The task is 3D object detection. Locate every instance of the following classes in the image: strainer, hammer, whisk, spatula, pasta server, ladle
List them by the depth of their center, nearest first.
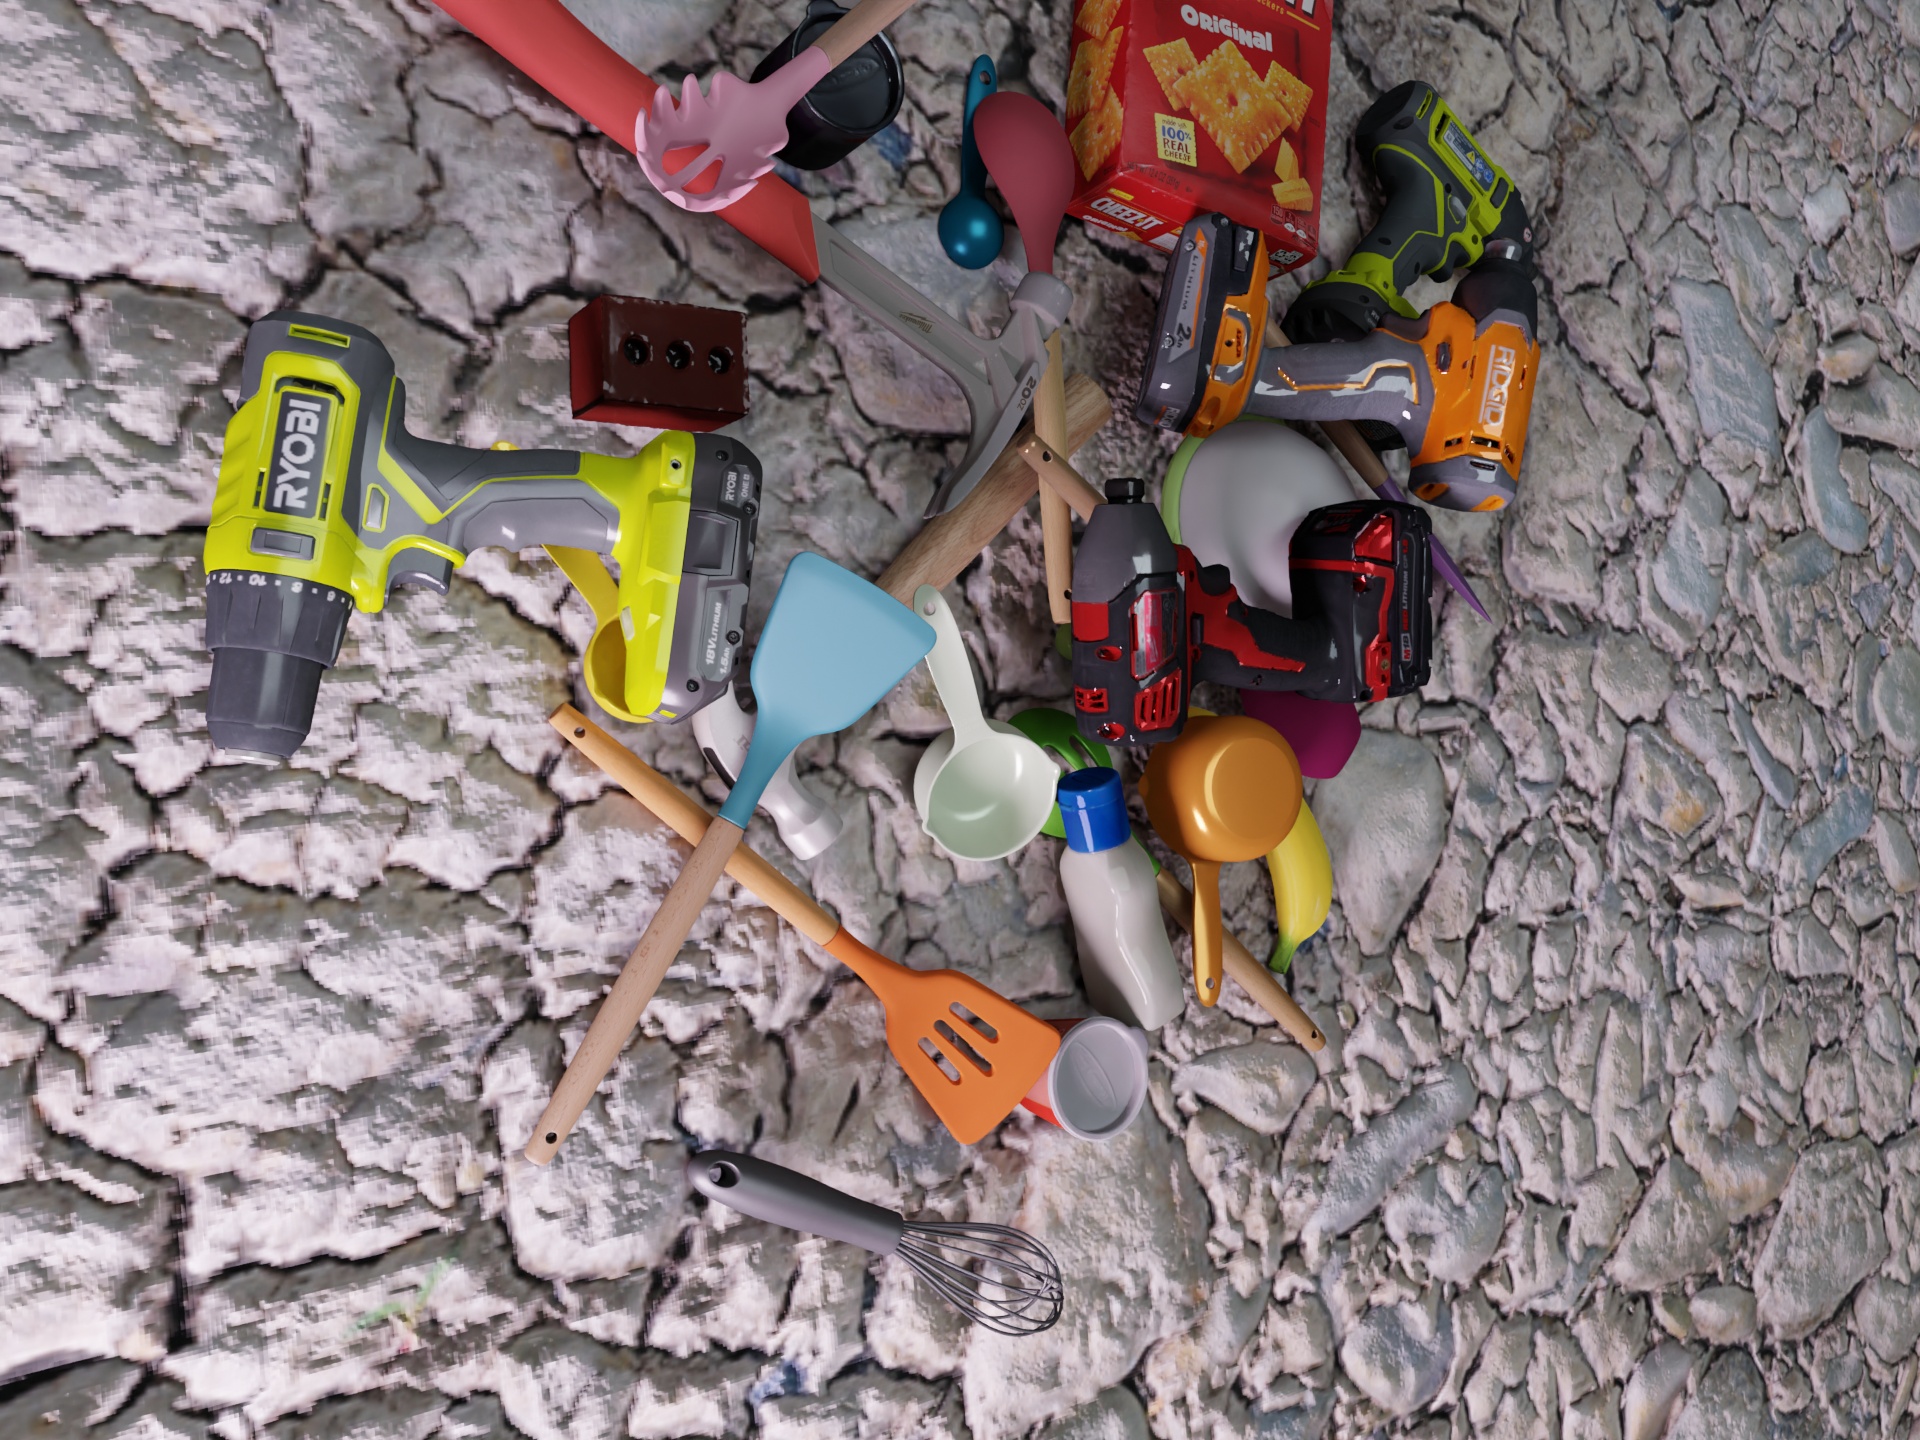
[{"bbox_3d":[-0.124,0.072,0.768,0.082,0.044,0.317,31,81,-17],"label":"spatula"},{"bbox_3d":[-0.051,-0.351,0.801,0.060,0.040,0.316,45,65,-10],"label":"pasta server"},{"bbox_3d":[-0.112,-0.257,0.805,0.358,0.037,0.149,33,77,-20],"label":"hammer"},{"bbox_3d":[-0.083,0.099,0.821,0.322,0.041,0.081,43,89,-21],"label":"spatula"},{"bbox_3d":[-0.039,0.273,0.838,0.238,0.055,0.055,28,73,-24],"label":"whisk"},{"bbox_3d":[-0.022,-0.085,0.877,0.331,0.031,0.130,-49,112,-26],"label":"hammer"},{"bbox_3d":[0.047,-0.211,0.902,0.069,0.031,0.315,0,83,-33],"label":"ladle"},{"bbox_3d":[0.165,-0.102,0.974,0.256,0.069,0.151,-32,104,-31],"label":"strainer"},{"bbox_3d":[0.262,-0.178,1.053,0.018,0.060,0.315,-39,113,14],"label":"spatula"}]

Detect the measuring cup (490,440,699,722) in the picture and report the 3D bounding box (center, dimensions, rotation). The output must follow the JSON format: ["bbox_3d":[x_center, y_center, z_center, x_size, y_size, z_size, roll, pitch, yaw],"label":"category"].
[{"bbox_3d":[-0.185,-0.067,0.782,0.062,0.029,0.156,-35,94,-25],"label":"measuring cup"}]

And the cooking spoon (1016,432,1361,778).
[{"bbox_3d":[0.141,-0.064,0.934,0.318,0.017,0.069,39,78,-29],"label":"cooking spoon"}]

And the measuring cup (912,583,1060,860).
[{"bbox_3d":[-0.001,-0.003,0.854,0.083,0.038,0.167,-24,117,-11],"label":"measuring cup"}]

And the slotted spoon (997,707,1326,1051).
[{"bbox_3d":[0.132,0.107,0.967,0.313,0.031,0.070,46,70,-23],"label":"slotted spoon"}]

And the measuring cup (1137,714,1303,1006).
[{"bbox_3d":[0.157,0.082,0.930,0.095,0.052,0.174,3,84,-25],"label":"measuring cup"}]

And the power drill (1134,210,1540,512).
[{"bbox_3d":[0.231,-0.227,0.944,0.226,0.084,0.164,13,83,-1],"label":"power drill"}]

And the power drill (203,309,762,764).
[{"bbox_3d":[-0.214,-0.065,0.711,0.228,0.080,0.190,8,81,-19],"label":"power drill"}]

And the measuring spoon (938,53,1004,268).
[{"bbox_3d":[0.013,-0.326,0.919,0.042,0.021,0.128,8,85,-32],"label":"measuring spoon"}]

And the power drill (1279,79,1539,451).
[{"bbox_3d":[0.313,-0.299,1.080,0.171,0.080,0.223,39,64,-24],"label":"power drill"}]

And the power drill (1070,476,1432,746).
[{"bbox_3d":[0.159,-0.068,0.891,0.219,0.079,0.143,-7,99,-29],"label":"power drill"}]

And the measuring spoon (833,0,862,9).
[{"bbox_3d":[-0.096,-0.411,0.858,0.124,0.018,0.034,20,77,-29],"label":"measuring spoon"}]
